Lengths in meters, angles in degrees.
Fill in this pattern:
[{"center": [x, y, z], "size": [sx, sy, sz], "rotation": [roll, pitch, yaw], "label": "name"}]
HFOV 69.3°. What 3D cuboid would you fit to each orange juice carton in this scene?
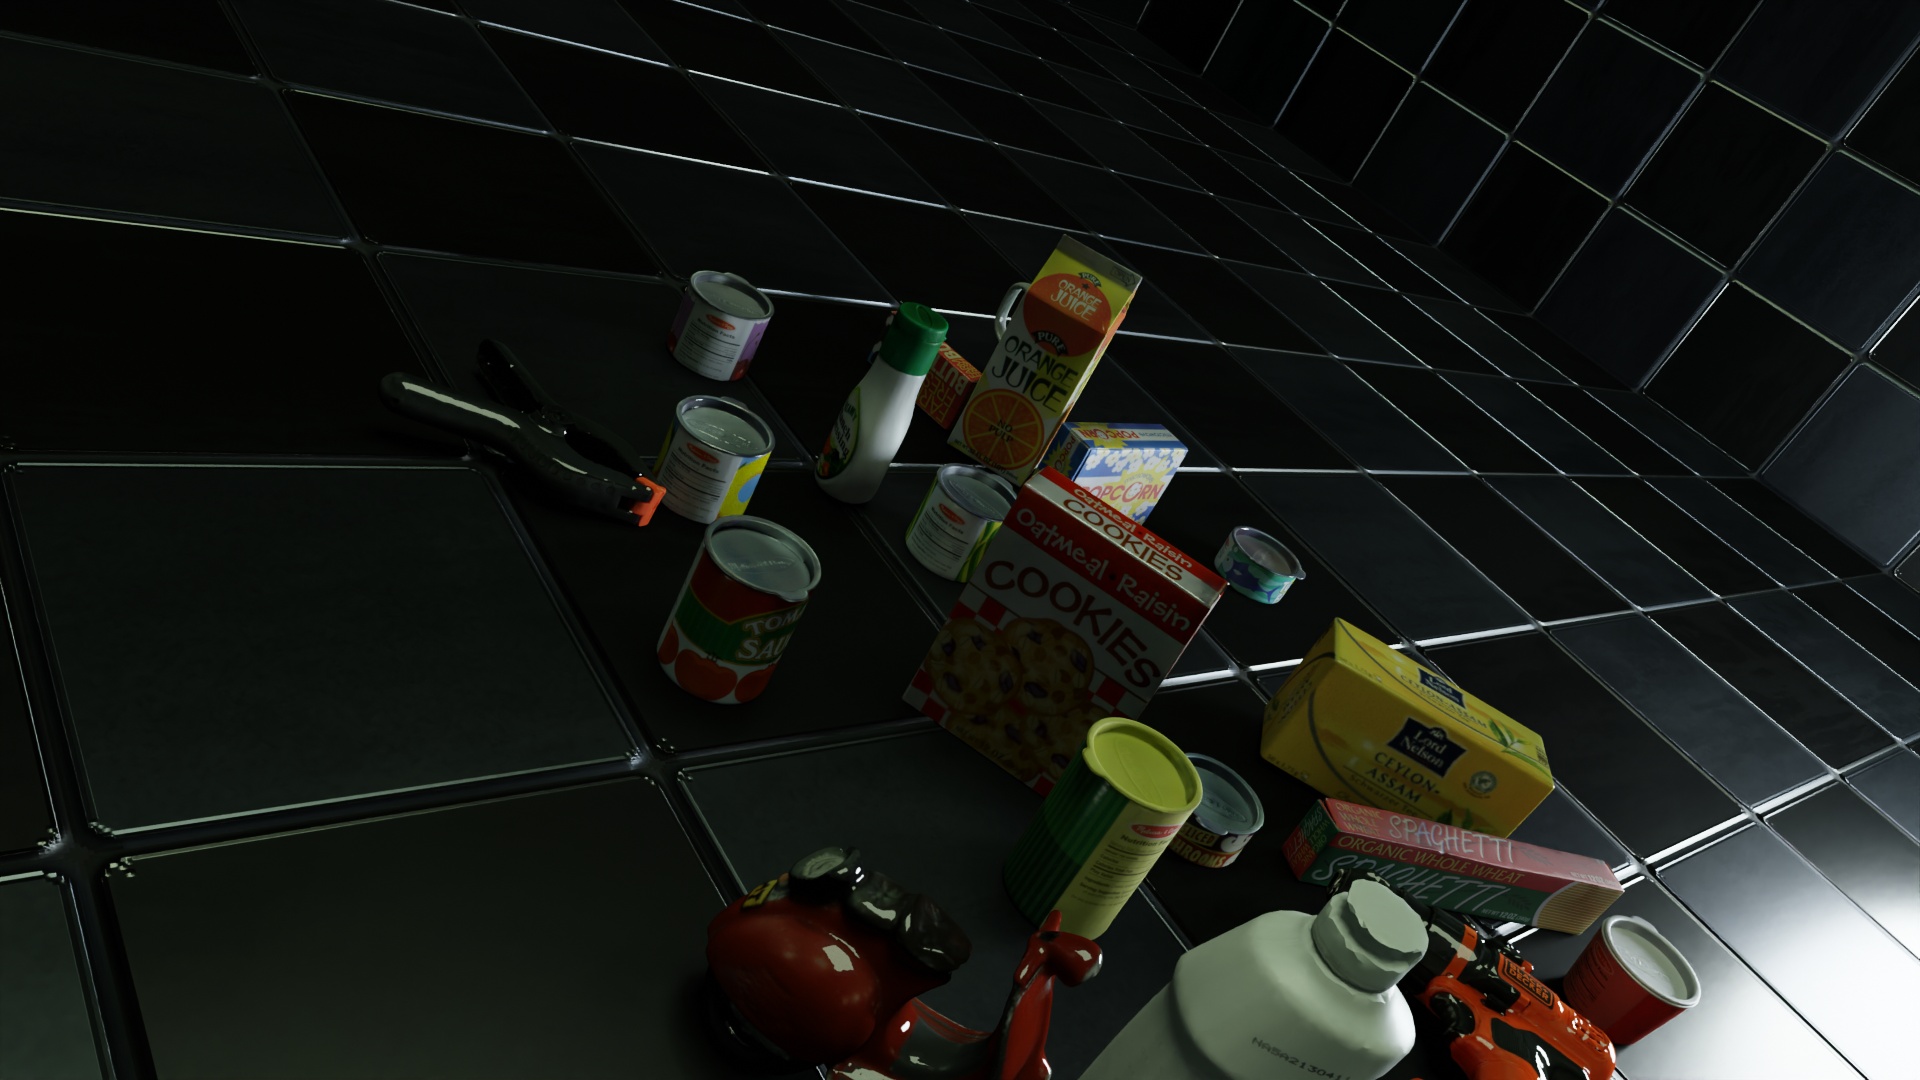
[{"center": [0.069, -0.146, 1.111], "size": [0.072, 0.191, 0.073], "rotation": [32, 29, 5], "label": "orange juice carton"}]

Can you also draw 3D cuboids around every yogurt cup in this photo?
[{"center": [0.423, 0.282, 0.882], "size": [0.072, 0.053, 0.073], "rotation": [22, 29, -13], "label": "yogurt cup"}]

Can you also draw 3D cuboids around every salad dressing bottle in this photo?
[{"center": [-0.055, -0.095, 0.968], "size": [0.044, 0.147, 0.064], "rotation": [14, 32, -25], "label": "salad dressing bottle"}]

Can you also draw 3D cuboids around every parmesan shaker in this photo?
[{"center": [0.070, 0.152, 0.729], "size": [0.071, 0.102, 0.071], "rotation": [22, 29, -13], "label": "parmesan shaker"}]

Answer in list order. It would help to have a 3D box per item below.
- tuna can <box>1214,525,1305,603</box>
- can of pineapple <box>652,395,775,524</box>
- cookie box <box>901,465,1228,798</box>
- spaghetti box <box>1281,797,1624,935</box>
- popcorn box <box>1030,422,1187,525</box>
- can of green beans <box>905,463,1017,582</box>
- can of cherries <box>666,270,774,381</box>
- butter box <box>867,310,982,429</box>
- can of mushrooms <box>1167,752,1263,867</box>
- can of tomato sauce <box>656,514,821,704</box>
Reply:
[{"center": [0.252, 0.022, 1.169], "size": [0.071, 0.032, 0.071], "rotation": [22, 30, -13], "label": "tuna can"}, {"center": [-0.160, -0.053, 0.901], "size": [0.071, 0.057, 0.071], "rotation": [22, 29, -13], "label": "can of pineapple"}, {"center": [0.057, 0.058, 0.801], "size": [0.123, 0.166, 0.040], "rotation": [34, 29, 9], "label": "cookie box"}, {"center": [0.324, 0.215, 0.906], "size": [0.250, 0.050, 0.029], "rotation": [16, 31, -23], "label": "spaghetti box"}, {"center": [0.114, -0.050, 1.109], "size": [0.127, 0.084, 0.038], "rotation": [-4, 42, -44], "label": "popcorn box"}, {"center": [0.002, -0.012, 0.978], "size": [0.071, 0.057, 0.071], "rotation": [22, 29, -13], "label": "can of green beans"}, {"center": [-0.183, -0.164, 1.058], "size": [0.071, 0.058, 0.072], "rotation": [22, 29, -13], "label": "can of cherries"}, {"center": [-0.028, -0.143, 1.166], "size": [0.104, 0.053, 0.024], "rotation": [43, 31, 24], "label": "butter box"}, {"center": [0.148, 0.166, 0.847], "size": [0.071, 0.033, 0.071], "rotation": [22, 30, -13], "label": "can of mushrooms"}, {"center": [-0.121, 0.040, 0.762], "size": [0.071, 0.082, 0.071], "rotation": [22, 29, -13], "label": "can of tomato sauce"}]
